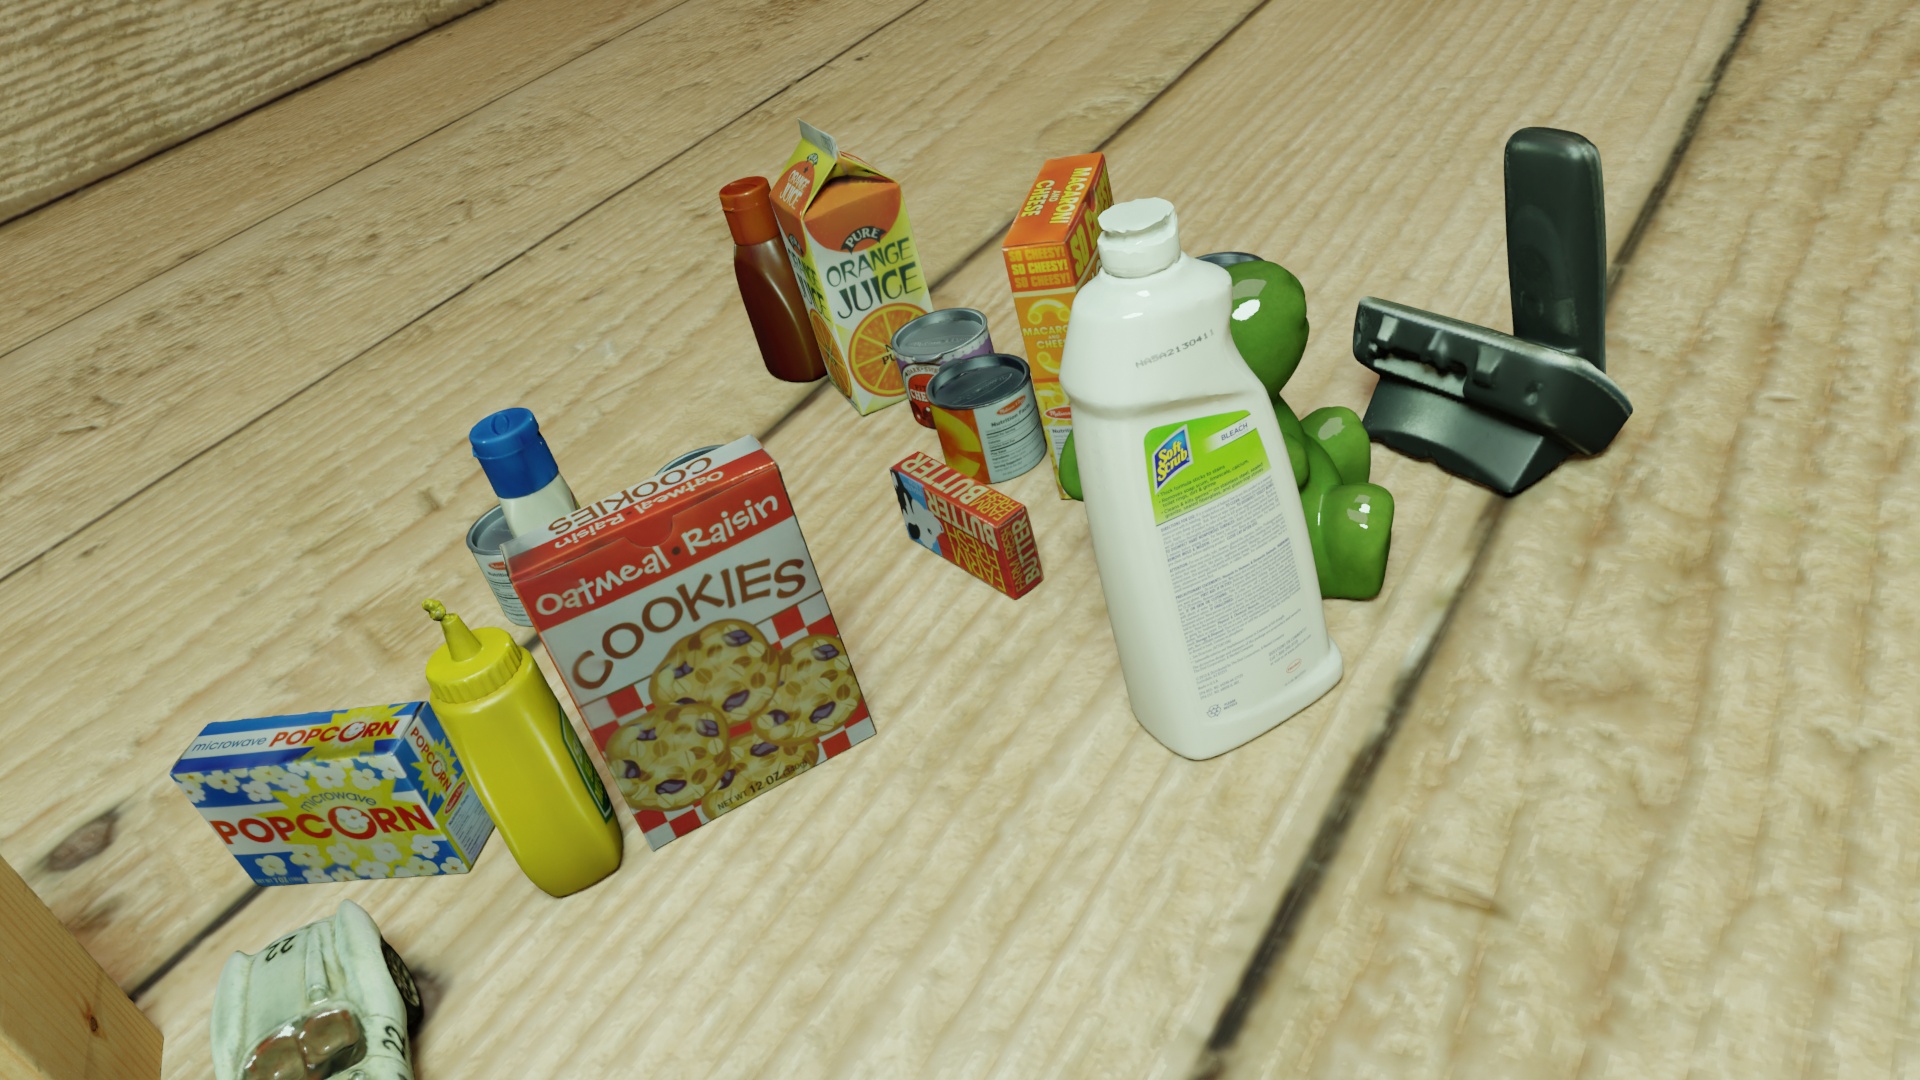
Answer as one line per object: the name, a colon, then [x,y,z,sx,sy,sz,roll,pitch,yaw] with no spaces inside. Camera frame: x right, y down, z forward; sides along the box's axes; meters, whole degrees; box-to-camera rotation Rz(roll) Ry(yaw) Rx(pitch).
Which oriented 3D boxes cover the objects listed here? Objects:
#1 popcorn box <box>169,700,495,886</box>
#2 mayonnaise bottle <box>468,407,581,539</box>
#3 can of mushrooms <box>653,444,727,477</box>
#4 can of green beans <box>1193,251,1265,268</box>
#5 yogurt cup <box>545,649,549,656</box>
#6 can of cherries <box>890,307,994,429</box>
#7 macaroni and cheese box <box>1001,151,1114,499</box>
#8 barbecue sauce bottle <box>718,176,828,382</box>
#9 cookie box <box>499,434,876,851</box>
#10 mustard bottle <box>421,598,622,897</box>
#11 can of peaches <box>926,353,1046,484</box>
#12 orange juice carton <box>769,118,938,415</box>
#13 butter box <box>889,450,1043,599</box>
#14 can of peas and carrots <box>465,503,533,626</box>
popcorn box: [-0.307,0.126,0.685,0.126,0.084,0.038,-7,35,13]
mayonnaise bottle: [-0.229,-0.004,0.784,0.041,0.147,0.065,-23,34,-10]
can of mushrooms: [-0.165,-0.030,0.898,0.071,0.033,0.071,-11,34,7]
can of green beans: [0.172,-0.149,0.912,0.071,0.057,0.071,-11,34,7]
yogurt cup: [-0.180,0.062,0.754,0.072,0.053,0.073,-11,34,7]
can of cherries: [-0.009,-0.115,0.935,0.071,0.058,0.072,-11,34,7]
macaroni and cheese box: [0.073,-0.127,0.823,0.040,0.165,0.124,-2,36,20]
barbecue sauce bottle: [-0.136,-0.190,1.015,0.065,0.147,0.044,18,47,40]
cookie box: [-0.121,0.050,0.646,0.123,0.166,0.040,-26,35,-15]
mustard bottle: [-0.202,0.089,0.628,0.049,0.159,0.065,-24,34,-12]
can of peaches: [0.016,-0.077,0.871,0.071,0.057,0.071,-11,34,7]
orange juice carton: [-0.072,-0.191,0.951,0.073,0.191,0.072,-25,34,-13]
butter box: [0.003,-0.010,0.784,0.024,0.053,0.103,-33,37,-24]
can of peas and carrots: [-0.260,0.009,0.858,0.071,0.058,0.071,-11,34,7]
